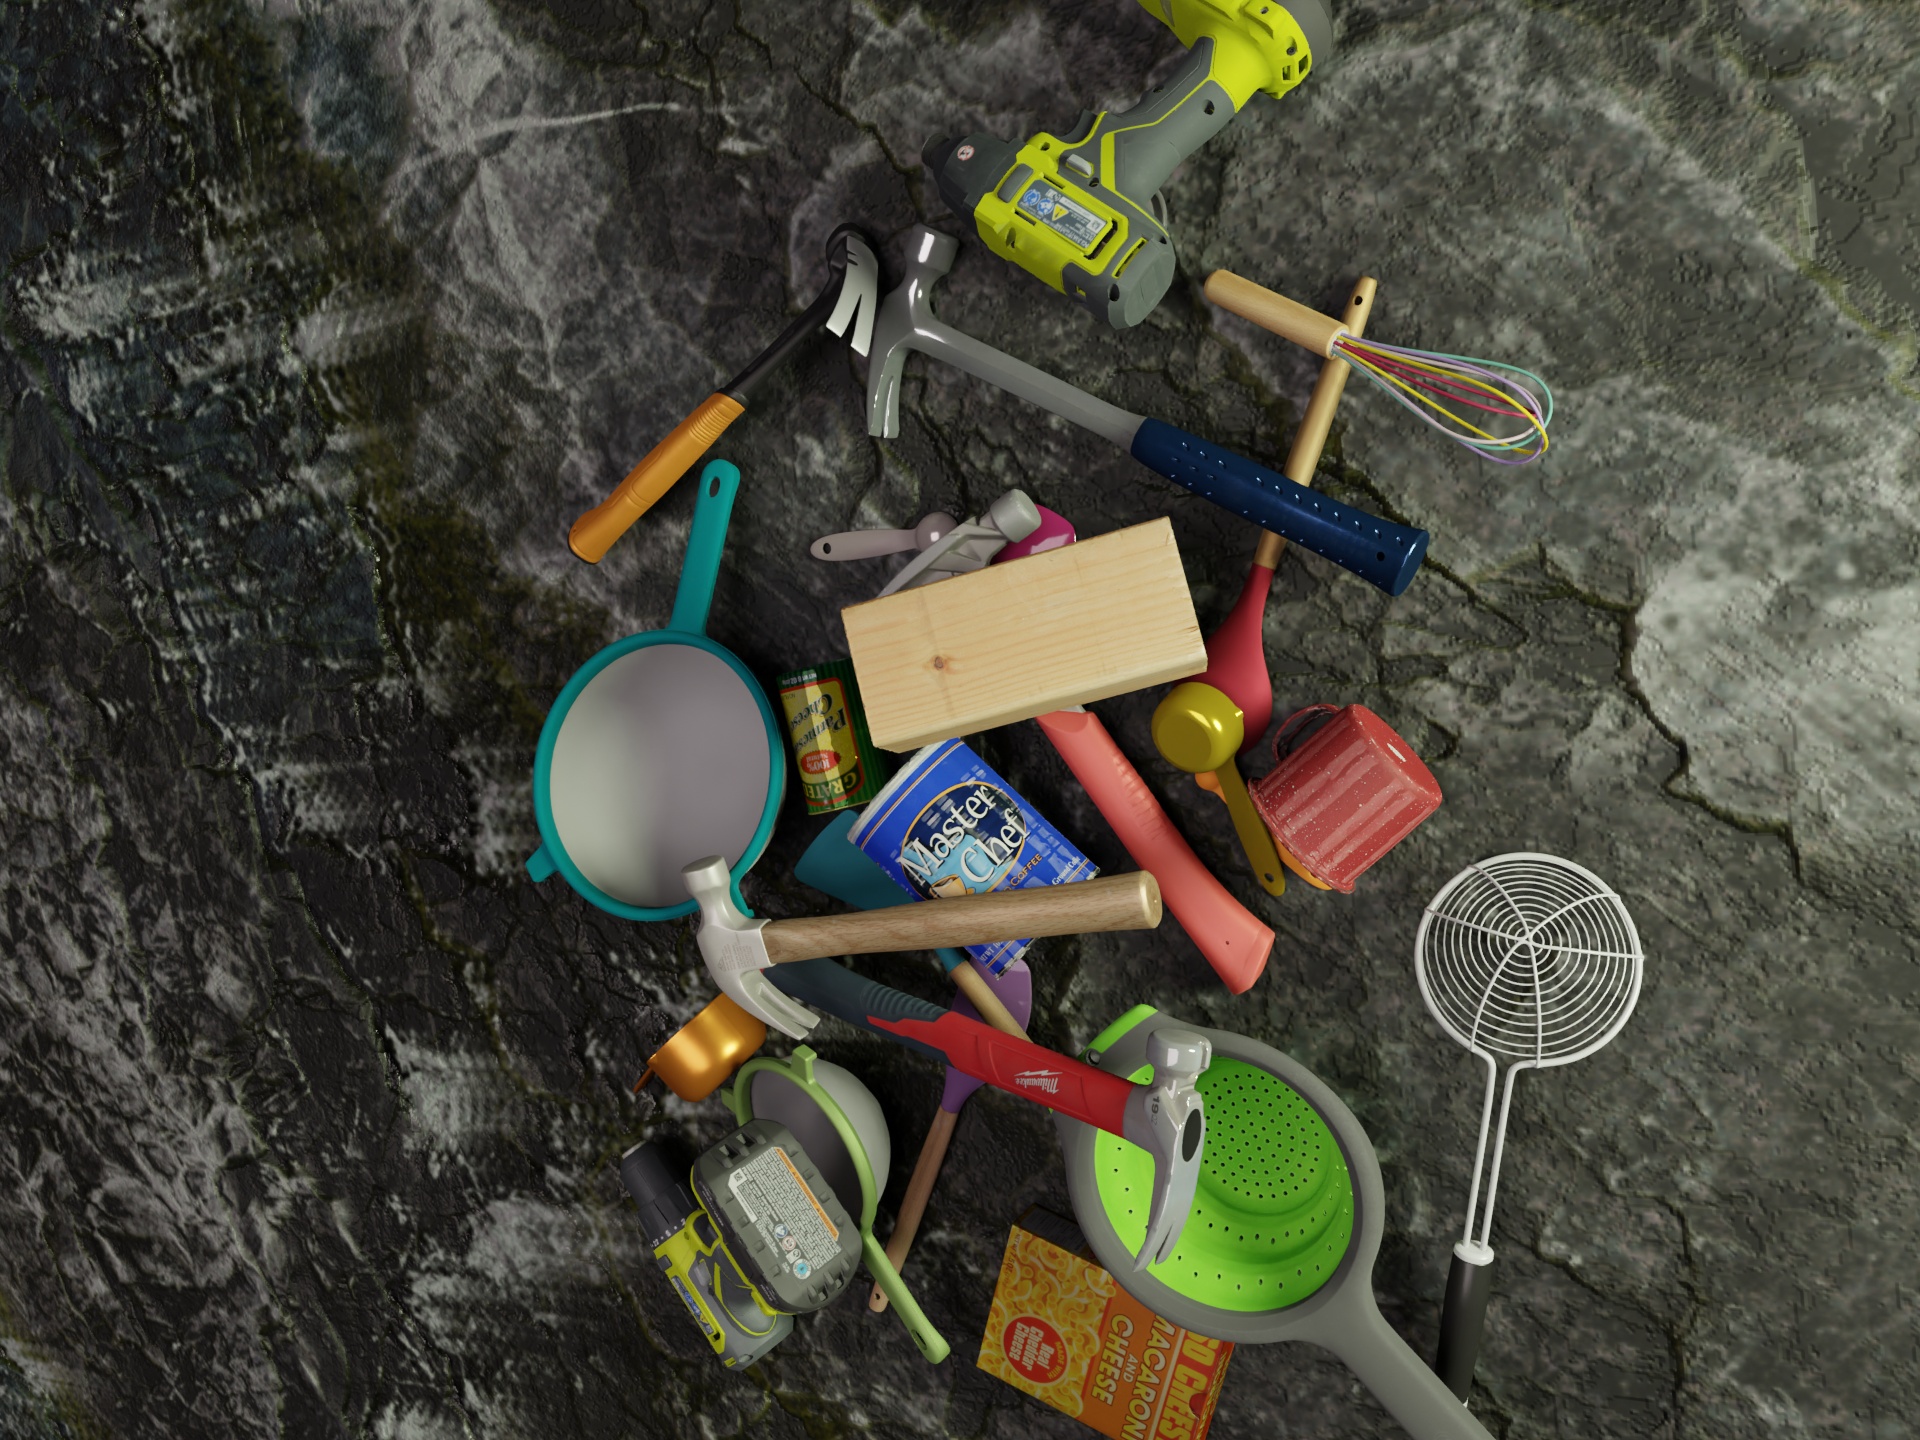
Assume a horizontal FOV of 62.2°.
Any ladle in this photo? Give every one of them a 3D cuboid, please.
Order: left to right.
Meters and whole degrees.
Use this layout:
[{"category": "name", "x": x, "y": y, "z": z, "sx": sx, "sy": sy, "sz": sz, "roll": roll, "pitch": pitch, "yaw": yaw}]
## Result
[{"category": "ladle", "x": 0.201, "y": -0.121, "z": 0.997, "sx": 0.069, "sy": 0.031, "sz": 0.315, "roll": 24, "pitch": 106, "yaw": 24}]

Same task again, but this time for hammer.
[{"category": "hammer", "x": -0.180, "y": -0.212, "z": 1.146, "sx": 0.337, "sy": 0.034, "sz": 0.127, "roll": -36, "pitch": 36, "yaw": 32}, {"category": "hammer", "x": -0.028, "y": 0.135, "z": 1.027, "sx": 0.331, "sy": 0.031, "sz": 0.130, "roll": -10, "pitch": 103, "yaw": 27}, {"category": "hammer", "x": -0.005, "y": 0.230, "z": 1.067, "sx": 0.386, "sy": 0.038, "sz": 0.143, "roll": 12, "pitch": 96, "yaw": 43}, {"category": "hammer", "x": 0.082, "y": 0.030, "z": 1.062, "sx": 0.149, "sy": 0.036, "sz": 0.359, "roll": -37, "pitch": 83, "yaw": 22}, {"category": "hammer", "x": 0.104, "y": -0.180, "z": 1.014, "sx": 0.406, "sy": 0.035, "sz": 0.144, "roll": 31, "pitch": 111, "yaw": 25}]

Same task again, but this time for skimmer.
[{"category": "skimmer", "x": 0.332, "y": 0.263, "z": 0.986, "sx": 0.127, "sy": 0.090, "sz": 0.363, "roll": 10, "pitch": 113, "yaw": 23}]

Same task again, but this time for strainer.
[{"category": "strainer", "x": -0.193, "y": -0.019, "z": 1.189, "sx": 0.211, "sy": 0.095, "sz": 0.340, "roll": 9, "pitch": 85, "yaw": 24}, {"category": "strainer", "x": -0.068, "y": 0.347, "z": 1.177, "sx": 0.256, "sy": 0.069, "sz": 0.151, "roll": 57, "pitch": 141, "yaw": 4}]

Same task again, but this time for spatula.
[{"category": "spatula", "x": -0.014, "y": 0.309, "z": 1.177, "sx": 0.060, "sy": 0.018, "sz": 0.316, "roll": 27, "pitch": 108, "yaw": 22}, {"category": "spatula", "x": 0.007, "y": 0.199, "z": 1.121, "sx": 0.318, "sy": 0.044, "sz": 0.082, "roll": 50, "pitch": 124, "yaw": 13}]

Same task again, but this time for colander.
[{"category": "colander", "x": 0.233, "y": 0.343, "z": 1.011, "sx": 0.397, "sy": 0.094, "sz": 0.204, "roll": 46, "pitch": 115, "yaw": 14}]

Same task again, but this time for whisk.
[{"category": "whisk", "x": 0.238, "y": -0.215, "z": 0.928, "sx": 0.245, "sy": 0.047, "sz": 0.051, "roll": 37, "pitch": 112, "yaw": 34}]

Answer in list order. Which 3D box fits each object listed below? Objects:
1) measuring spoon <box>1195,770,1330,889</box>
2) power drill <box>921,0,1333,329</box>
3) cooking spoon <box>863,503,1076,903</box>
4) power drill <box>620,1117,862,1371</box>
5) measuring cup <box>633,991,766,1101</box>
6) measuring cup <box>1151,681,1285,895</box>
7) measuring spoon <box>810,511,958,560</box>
[{"category": "measuring spoon", "x": 0.197, "y": 0.069, "z": 1.034, "sx": 0.117, "sy": 0.011, "sz": 0.021, "roll": 43, "pitch": 114, "yaw": 15}, {"category": "power drill", "x": 0.096, "y": -0.362, "z": 0.936, "sx": 0.171, "sy": 0.080, "sz": 0.223, "roll": 38, "pitch": 89, "yaw": 18}, {"category": "cooking spoon", "x": -0.002, "y": -0.004, "z": 1.122, "sx": 0.069, "sy": 0.017, "sz": 0.318, "roll": 32, "pitch": 110, "yaw": 19}, {"category": "power drill", "x": -0.177, "y": 0.384, "z": 1.204, "sx": 0.191, "sy": 0.080, "sz": 0.228, "roll": 54, "pitch": 143, "yaw": 10}, {"category": "measuring cup", "x": -0.211, "y": 0.273, "z": 1.249, "sx": 0.052, "sy": 0.095, "sz": 0.173, "roll": 46, "pitch": 134, "yaw": 5}, {"category": "measuring cup", "x": 0.169, "y": 0.050, "z": 1.017, "sx": 0.062, "sy": 0.029, "sz": 0.156, "roll": -15, "pitch": 105, "yaw": 44}, {"category": "measuring spoon", "x": -0.058, "y": -0.126, "z": 1.132, "sx": 0.124, "sy": 0.018, "sz": 0.034, "roll": -3, "pitch": 97, "yaw": 28}]
